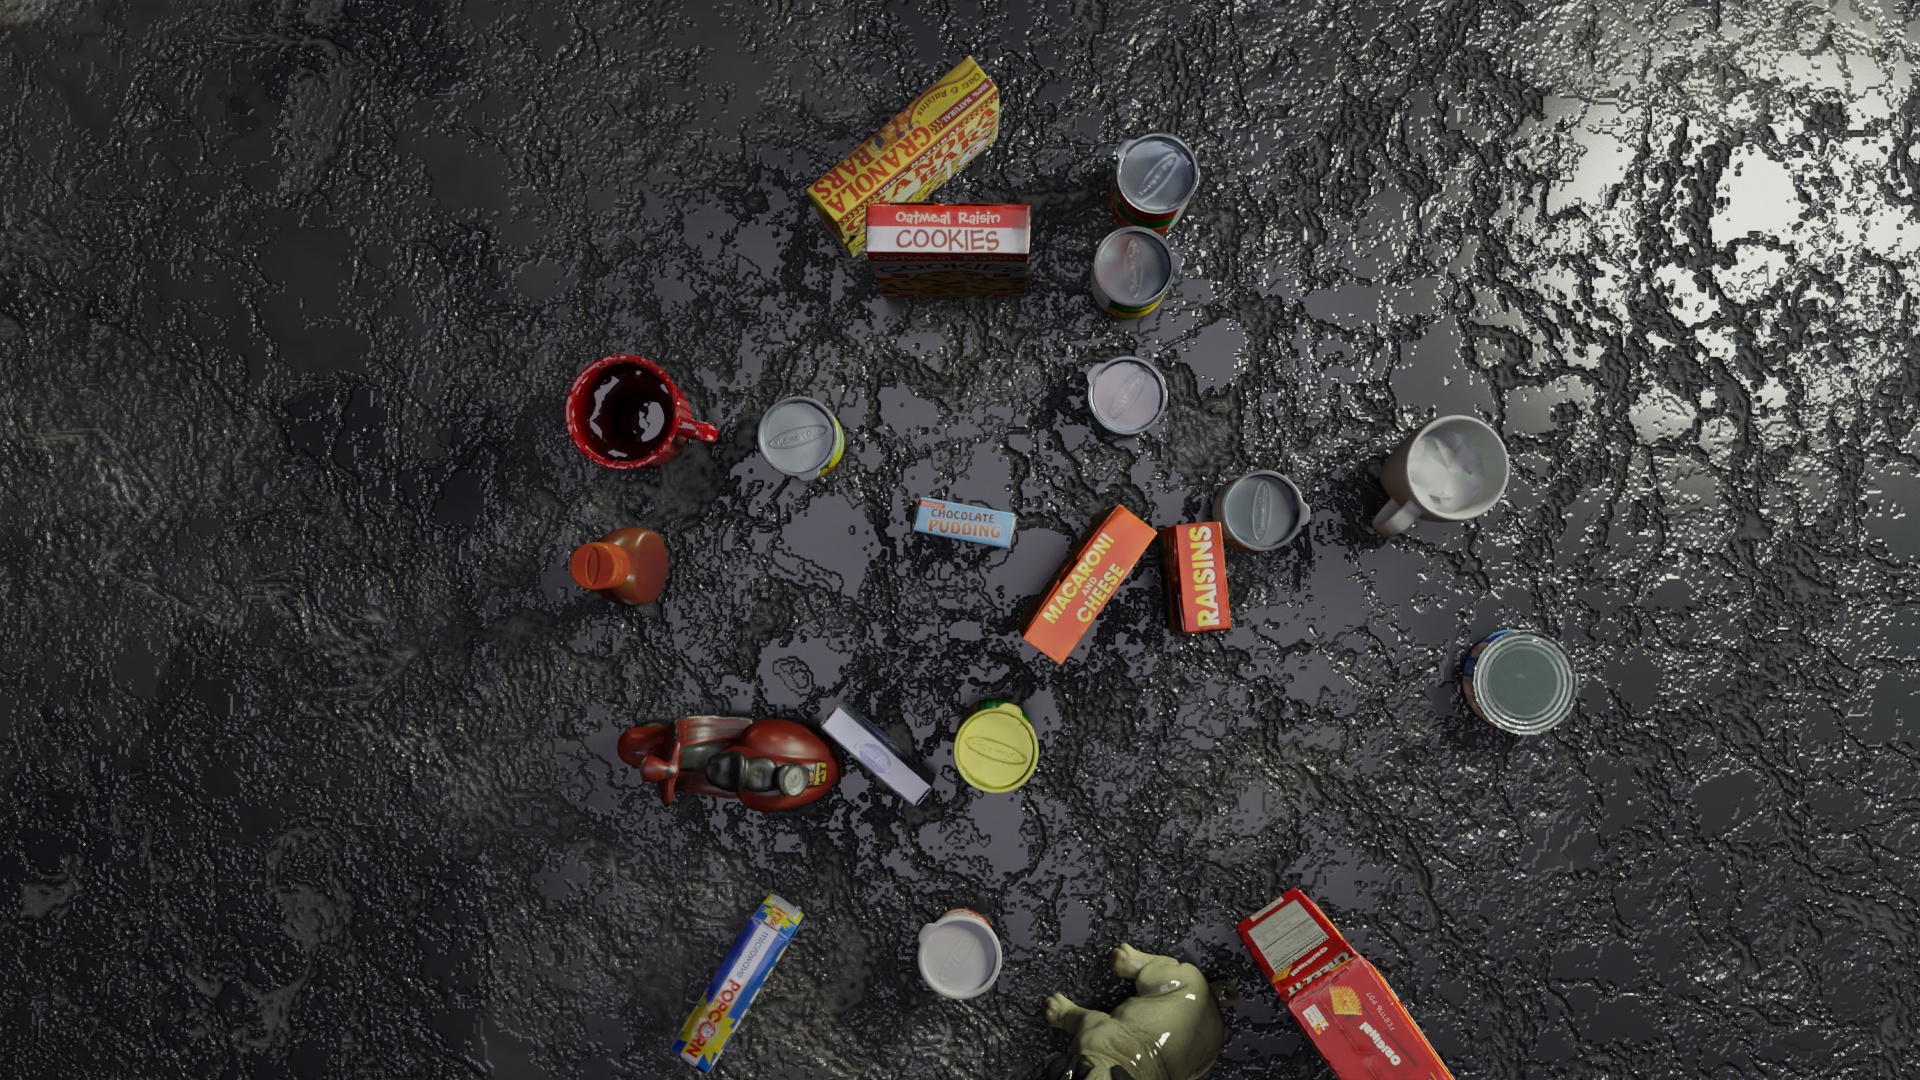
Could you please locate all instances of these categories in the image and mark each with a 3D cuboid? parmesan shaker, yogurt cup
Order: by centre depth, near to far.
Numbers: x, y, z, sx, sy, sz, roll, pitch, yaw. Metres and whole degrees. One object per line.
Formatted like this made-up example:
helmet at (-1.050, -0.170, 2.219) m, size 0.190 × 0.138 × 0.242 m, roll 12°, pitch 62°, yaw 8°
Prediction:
parmesan shaker at (0.030, 0.161, 1.125) m, size 0.071 × 0.103 × 0.071 m, roll 0°, pitch 89°, yaw 1°
yogurt cup at (0.000, 0.337, 1.144) m, size 0.072 × 0.054 × 0.072 m, roll 0°, pitch 88°, yaw 1°

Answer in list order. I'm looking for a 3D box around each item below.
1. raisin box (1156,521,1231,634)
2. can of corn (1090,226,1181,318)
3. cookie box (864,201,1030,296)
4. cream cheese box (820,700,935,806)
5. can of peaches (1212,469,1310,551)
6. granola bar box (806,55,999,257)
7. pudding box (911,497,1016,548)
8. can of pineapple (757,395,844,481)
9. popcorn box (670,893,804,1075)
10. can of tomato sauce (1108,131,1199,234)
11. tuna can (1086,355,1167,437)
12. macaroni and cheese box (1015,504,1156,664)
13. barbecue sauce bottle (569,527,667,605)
raisin box at (0.185, 0.029, 1.116) m, size 0.040 × 0.123 × 0.086 m, roll -5°, pitch 88°, yaw 1°
can of corn at (0.145, -0.222, 1.158) m, size 0.071 × 0.058 × 0.071 m, roll 0°, pitch 88°, yaw 1°
cookie box at (-0.008, -0.230, 1.106) m, size 0.123 × 0.167 × 0.040 m, roll 0°, pitch 89°, yaw 1°
cream cheese box at (-0.068, 0.176, 1.151) m, size 0.104 × 0.053 × 0.024 m, roll 40°, pitch 90°, yaw 2°
can of peaches at (0.247, -0.023, 1.149) m, size 0.071 × 0.058 × 0.071 m, roll 0°, pitch 88°, yaw 1°
granola bar box at (-0.043, -0.308, 1.131) m, size 0.165 × 0.124 × 0.039 m, roll -40°, pitch 88°, yaw 0°
pudding box at (0.004, -0.015, 1.158) m, size 0.084 × 0.049 × 0.030 m, roll 11°, pitch 89°, yaw 1°
can of pineapple at (-0.132, -0.083, 1.159) m, size 0.071 × 0.058 × 0.071 m, roll 0°, pitch 88°, yaw 1°
popcorn box at (-0.179, 0.358, 1.131) m, size 0.038 × 0.085 × 0.126 m, roll 32°, pitch 89°, yaw 2°
can of tomato sauce at (0.156, -0.293, 1.147) m, size 0.071 × 0.083 × 0.071 m, roll 0°, pitch 88°, yaw 1°
tuna can at (0.137, -0.122, 1.167) m, size 0.071 × 0.033 × 0.071 m, roll 0°, pitch 88°, yaw 1°
macaroni and cheese box at (0.095, 0.034, 1.096) m, size 0.040 × 0.166 × 0.123 m, roll 36°, pitch 90°, yaw 2°
barbecue sauce bottle at (-0.273, 0.021, 1.113) m, size 0.044 × 0.148 × 0.065 m, roll 4°, pitch 89°, yaw 1°
